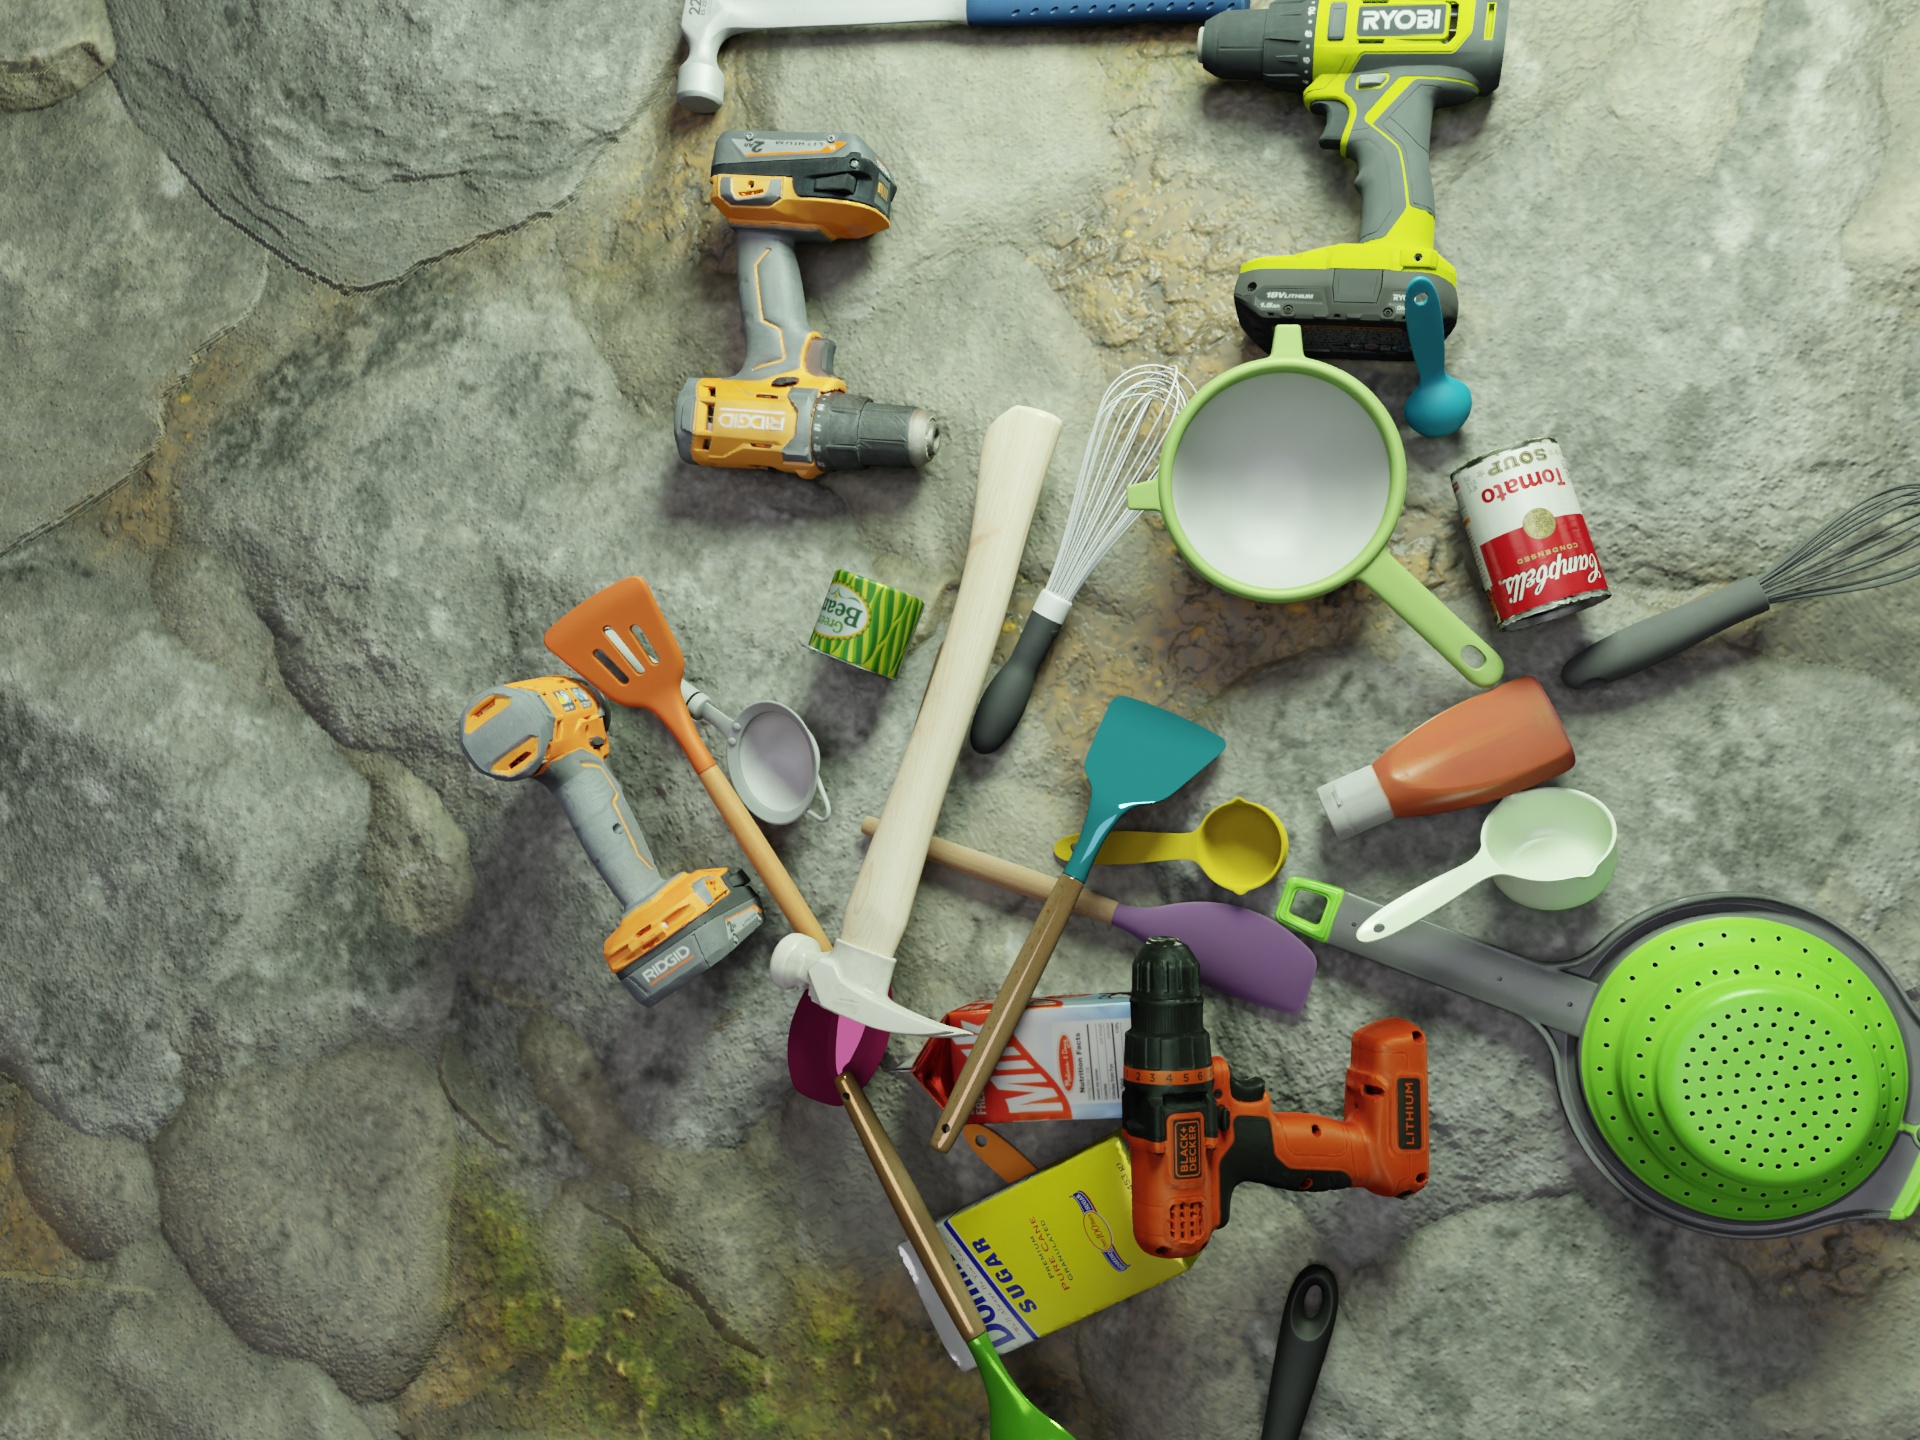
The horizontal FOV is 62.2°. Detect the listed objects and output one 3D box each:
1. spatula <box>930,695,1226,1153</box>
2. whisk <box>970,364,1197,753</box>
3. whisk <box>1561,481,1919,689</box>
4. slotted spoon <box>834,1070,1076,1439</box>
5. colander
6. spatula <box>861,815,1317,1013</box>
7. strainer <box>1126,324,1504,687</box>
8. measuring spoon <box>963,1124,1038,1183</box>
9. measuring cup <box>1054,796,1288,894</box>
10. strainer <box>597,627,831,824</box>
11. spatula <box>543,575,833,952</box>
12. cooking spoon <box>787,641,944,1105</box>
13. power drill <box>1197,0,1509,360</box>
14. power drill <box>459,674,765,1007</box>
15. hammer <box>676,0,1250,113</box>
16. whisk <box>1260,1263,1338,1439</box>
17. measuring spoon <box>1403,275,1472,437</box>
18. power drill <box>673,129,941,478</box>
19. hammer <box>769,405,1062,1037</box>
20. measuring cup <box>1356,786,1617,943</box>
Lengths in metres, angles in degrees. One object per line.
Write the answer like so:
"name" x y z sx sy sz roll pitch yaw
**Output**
"spatula" 0.062 0.126 0.998 0.082 0.044 0.317 24 78 20
"whisk" 0.075 -0.104 1.047 0.070 0.070 0.284 29 99 15
"whisk" 0.474 -0.075 0.946 0.239 0.055 0.055 -26 80 17
"slotted spoon" -0.005 0.366 1.004 0.070 0.031 0.314 -34 77 24
"colander" 0.376 0.175 0.926 0.397 0.094 0.204 20 91 15
"spatula" 0.078 0.117 1.048 0.316 0.018 0.059 18 106 16
"strainer" 0.239 -0.114 1.005 0.256 0.069 0.151 43 98 1
"measuring spoon" 0.046 0.307 1.048 0.117 0.011 0.021 39 96 14
"measuring cup" 0.137 0.082 1.038 0.156 0.029 0.062 -3 85 27
"strainer" -0.176 -0.007 1.116 0.258 0.050 0.086 33 117 20
"spatula" -0.161 0.055 1.076 0.081 0.041 0.322 -32 92 5
"cooking spoon" -0.051 0.100 1.066 0.069 0.017 0.319 15 86 16
"power drill" 0.238 -0.353 1.010 0.190 0.080 0.228 6 85 15
"power drill" -0.230 0.068 1.079 0.084 0.164 0.226 -34 91 10
"hammer" -0.004 -0.502 1.105 0.405 0.035 0.144 5 88 15
"whisk" 0.187 0.483 0.979 0.073 0.073 0.296 14 83 15
"measuring spoon" 0.286 -0.215 0.963 0.042 0.128 0.021 -16 52 13
"power drill" -0.096 -0.280 1.094 0.185 0.084 0.226 7 92 15
"hammer" -0.002 -0.003 1.026 0.146 0.038 0.411 15 86 34
"measuring cup" 0.314 0.100 0.952 0.167 0.038 0.083 -28 37 -2
